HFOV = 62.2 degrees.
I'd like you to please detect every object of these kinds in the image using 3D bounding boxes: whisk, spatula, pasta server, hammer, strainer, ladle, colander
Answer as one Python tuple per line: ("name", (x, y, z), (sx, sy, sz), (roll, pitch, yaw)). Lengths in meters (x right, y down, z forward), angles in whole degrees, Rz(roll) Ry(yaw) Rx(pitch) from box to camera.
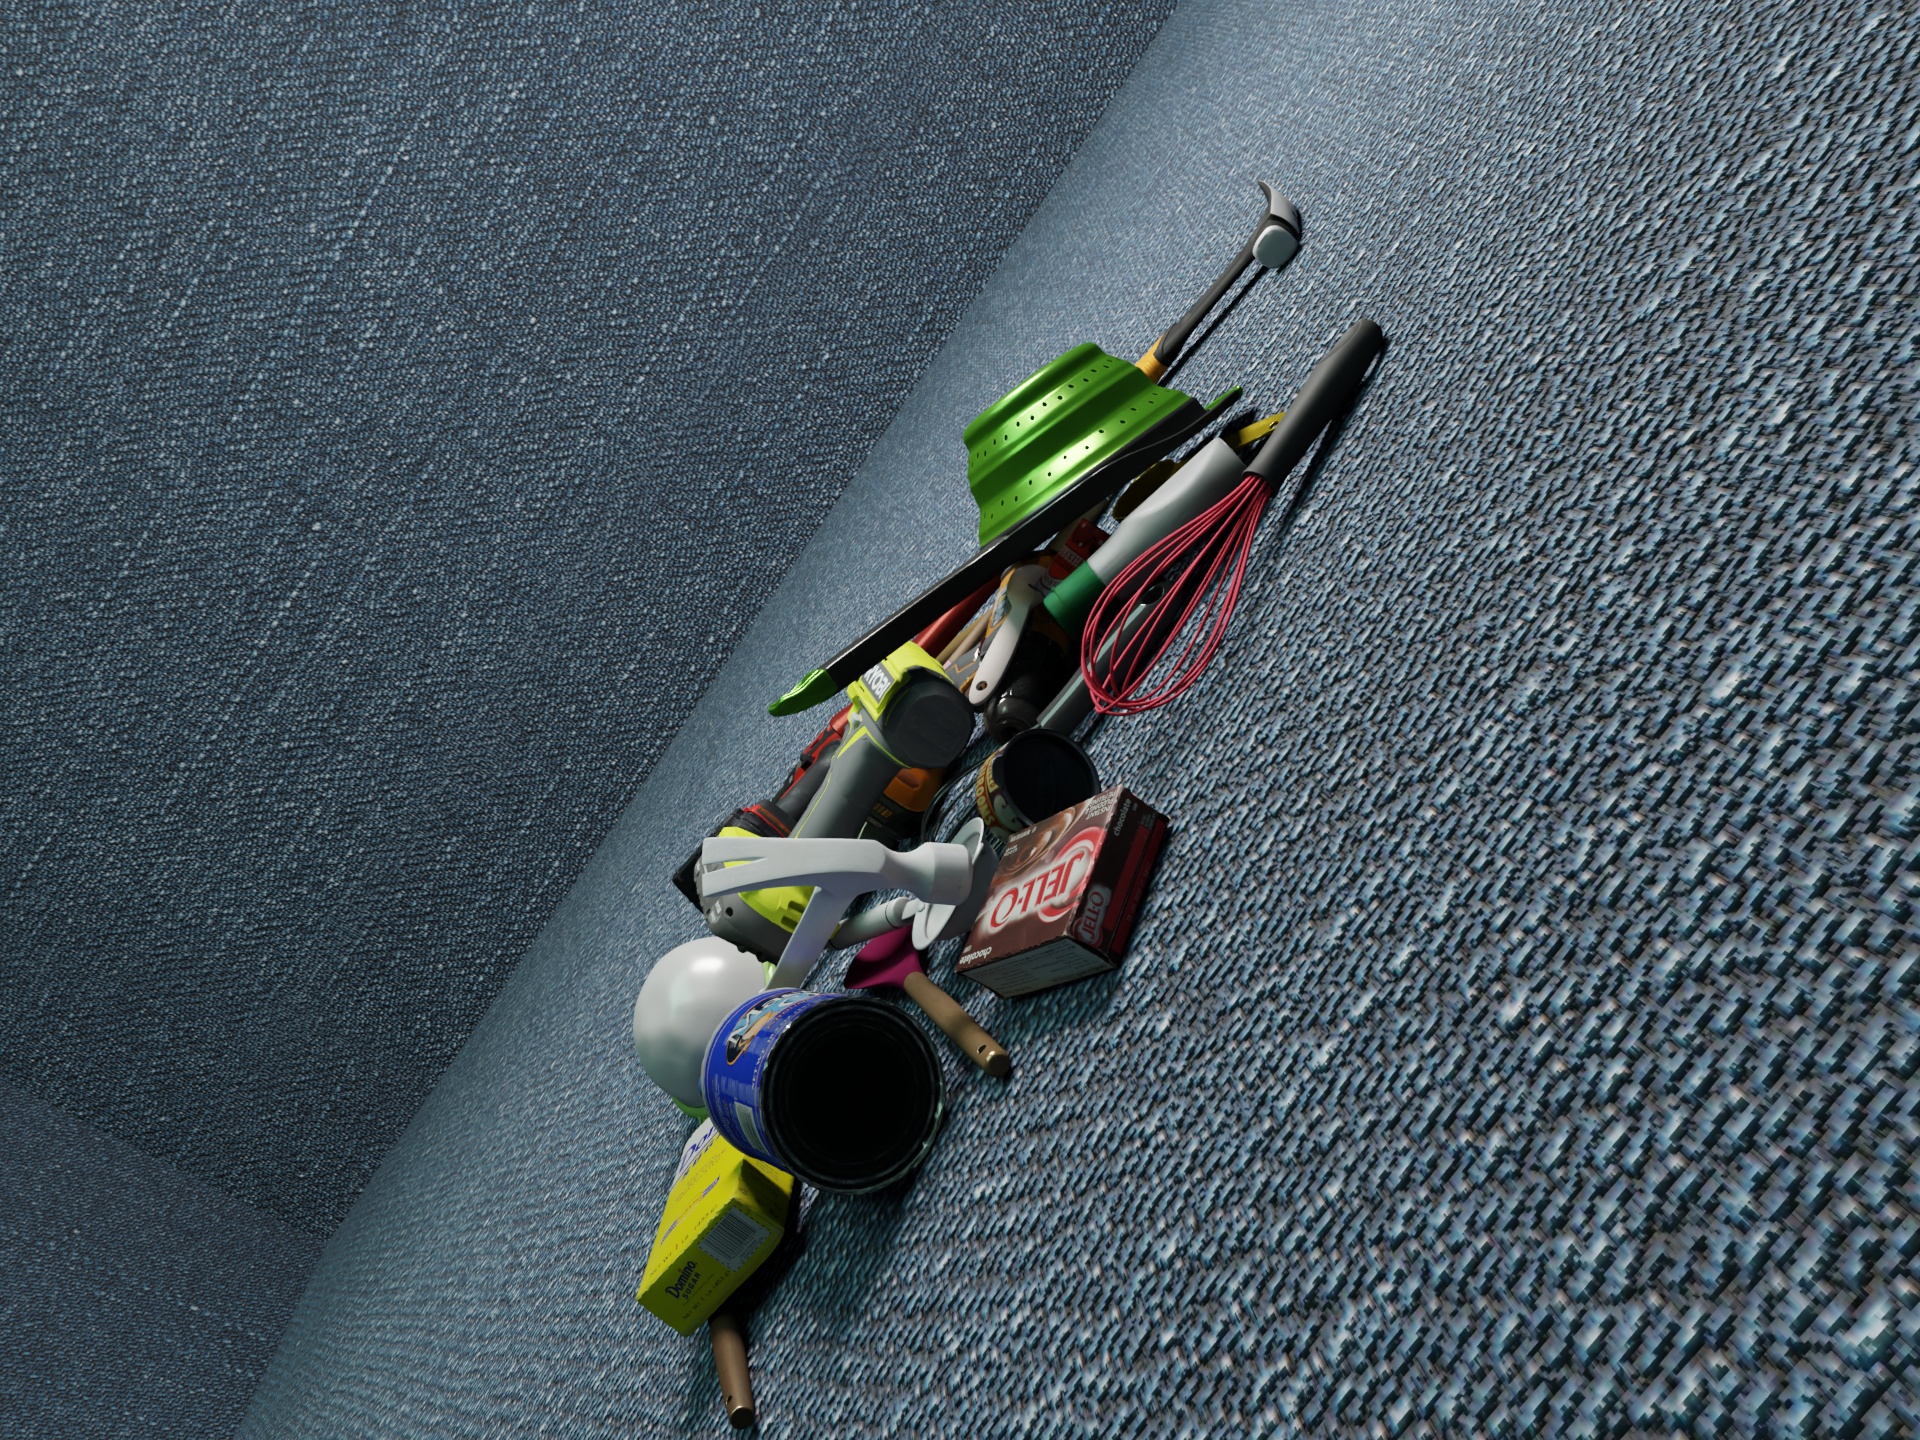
("whisk", (0.160, -0.120, 0.908), (0.296, 0.073, 0.073), (-54, 13, -15))
("whisk", (0.057, 0.004, 1.000), (0.239, 0.055, 0.055), (-49, 15, 12))
("spatula", (-0.146, 0.346, 0.969), (0.060, 0.018, 0.316), (-57, 13, -3))
("pasta server", (0.019, -0.061, 1.317), (0.316, 0.040, 0.060), (-49, 15, 14))
("hammer", (0.164, -0.305, 1.352), (0.336, 0.034, 0.127), (-47, 17, 33))
("hammer", (0.026, -0.117, 1.272), (0.359, 0.036, 0.149), (-48, 9, 4))
("hammer", (-0.120, 0.171, 1.010), (0.405, 0.144, 0.035), (121, 151, -55))
("strainer", (-0.181, 0.185, 1.223), (0.256, 0.069, 0.152), (-58, 37, 12))
("ladle", (-0.036, -0.035, 1.443), (0.315, 0.031, 0.069), (-39, 21, 46))
("colander", (0.011, -0.143, 1.043), (0.397, 0.094, 0.204), (-38, 5, -25))
("strainer", (-0.032, 0.120, 1.006), (0.258, 0.050, 0.087), (-30, 34, 57))

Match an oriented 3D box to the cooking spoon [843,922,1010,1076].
("cooking spoon", (-0.021, 0.164, 0.951), (0.069, 0.017, 0.319), (-42, 12, -9))

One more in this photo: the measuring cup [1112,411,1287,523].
("measuring cup", (0.166, -0.164, 1.064), (0.156, 0.029, 0.062), (-23, 30, 46))

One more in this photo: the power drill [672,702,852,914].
("power drill", (-0.156, 0.089, 1.408), (0.188, 0.080, 0.227), (-44, 5, 42))

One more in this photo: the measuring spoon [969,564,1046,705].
("measuring spoon", (0.030, -0.061, 1.064), (0.034, 0.018, 0.124), (3, 51, 31))

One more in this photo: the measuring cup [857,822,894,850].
("measuring cup", (-0.077, 0.072, 1.279), (0.083, 0.038, 0.168), (-36, 28, 37))

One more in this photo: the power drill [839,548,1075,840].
("power drill", (-0.002, -0.004, 1.152), (0.226, 0.084, 0.185), (-42, 21, 34))

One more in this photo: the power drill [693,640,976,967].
("power drill", (-0.086, 0.046, 1.083), (0.223, 0.080, 0.171), (-55, 24, 7))
